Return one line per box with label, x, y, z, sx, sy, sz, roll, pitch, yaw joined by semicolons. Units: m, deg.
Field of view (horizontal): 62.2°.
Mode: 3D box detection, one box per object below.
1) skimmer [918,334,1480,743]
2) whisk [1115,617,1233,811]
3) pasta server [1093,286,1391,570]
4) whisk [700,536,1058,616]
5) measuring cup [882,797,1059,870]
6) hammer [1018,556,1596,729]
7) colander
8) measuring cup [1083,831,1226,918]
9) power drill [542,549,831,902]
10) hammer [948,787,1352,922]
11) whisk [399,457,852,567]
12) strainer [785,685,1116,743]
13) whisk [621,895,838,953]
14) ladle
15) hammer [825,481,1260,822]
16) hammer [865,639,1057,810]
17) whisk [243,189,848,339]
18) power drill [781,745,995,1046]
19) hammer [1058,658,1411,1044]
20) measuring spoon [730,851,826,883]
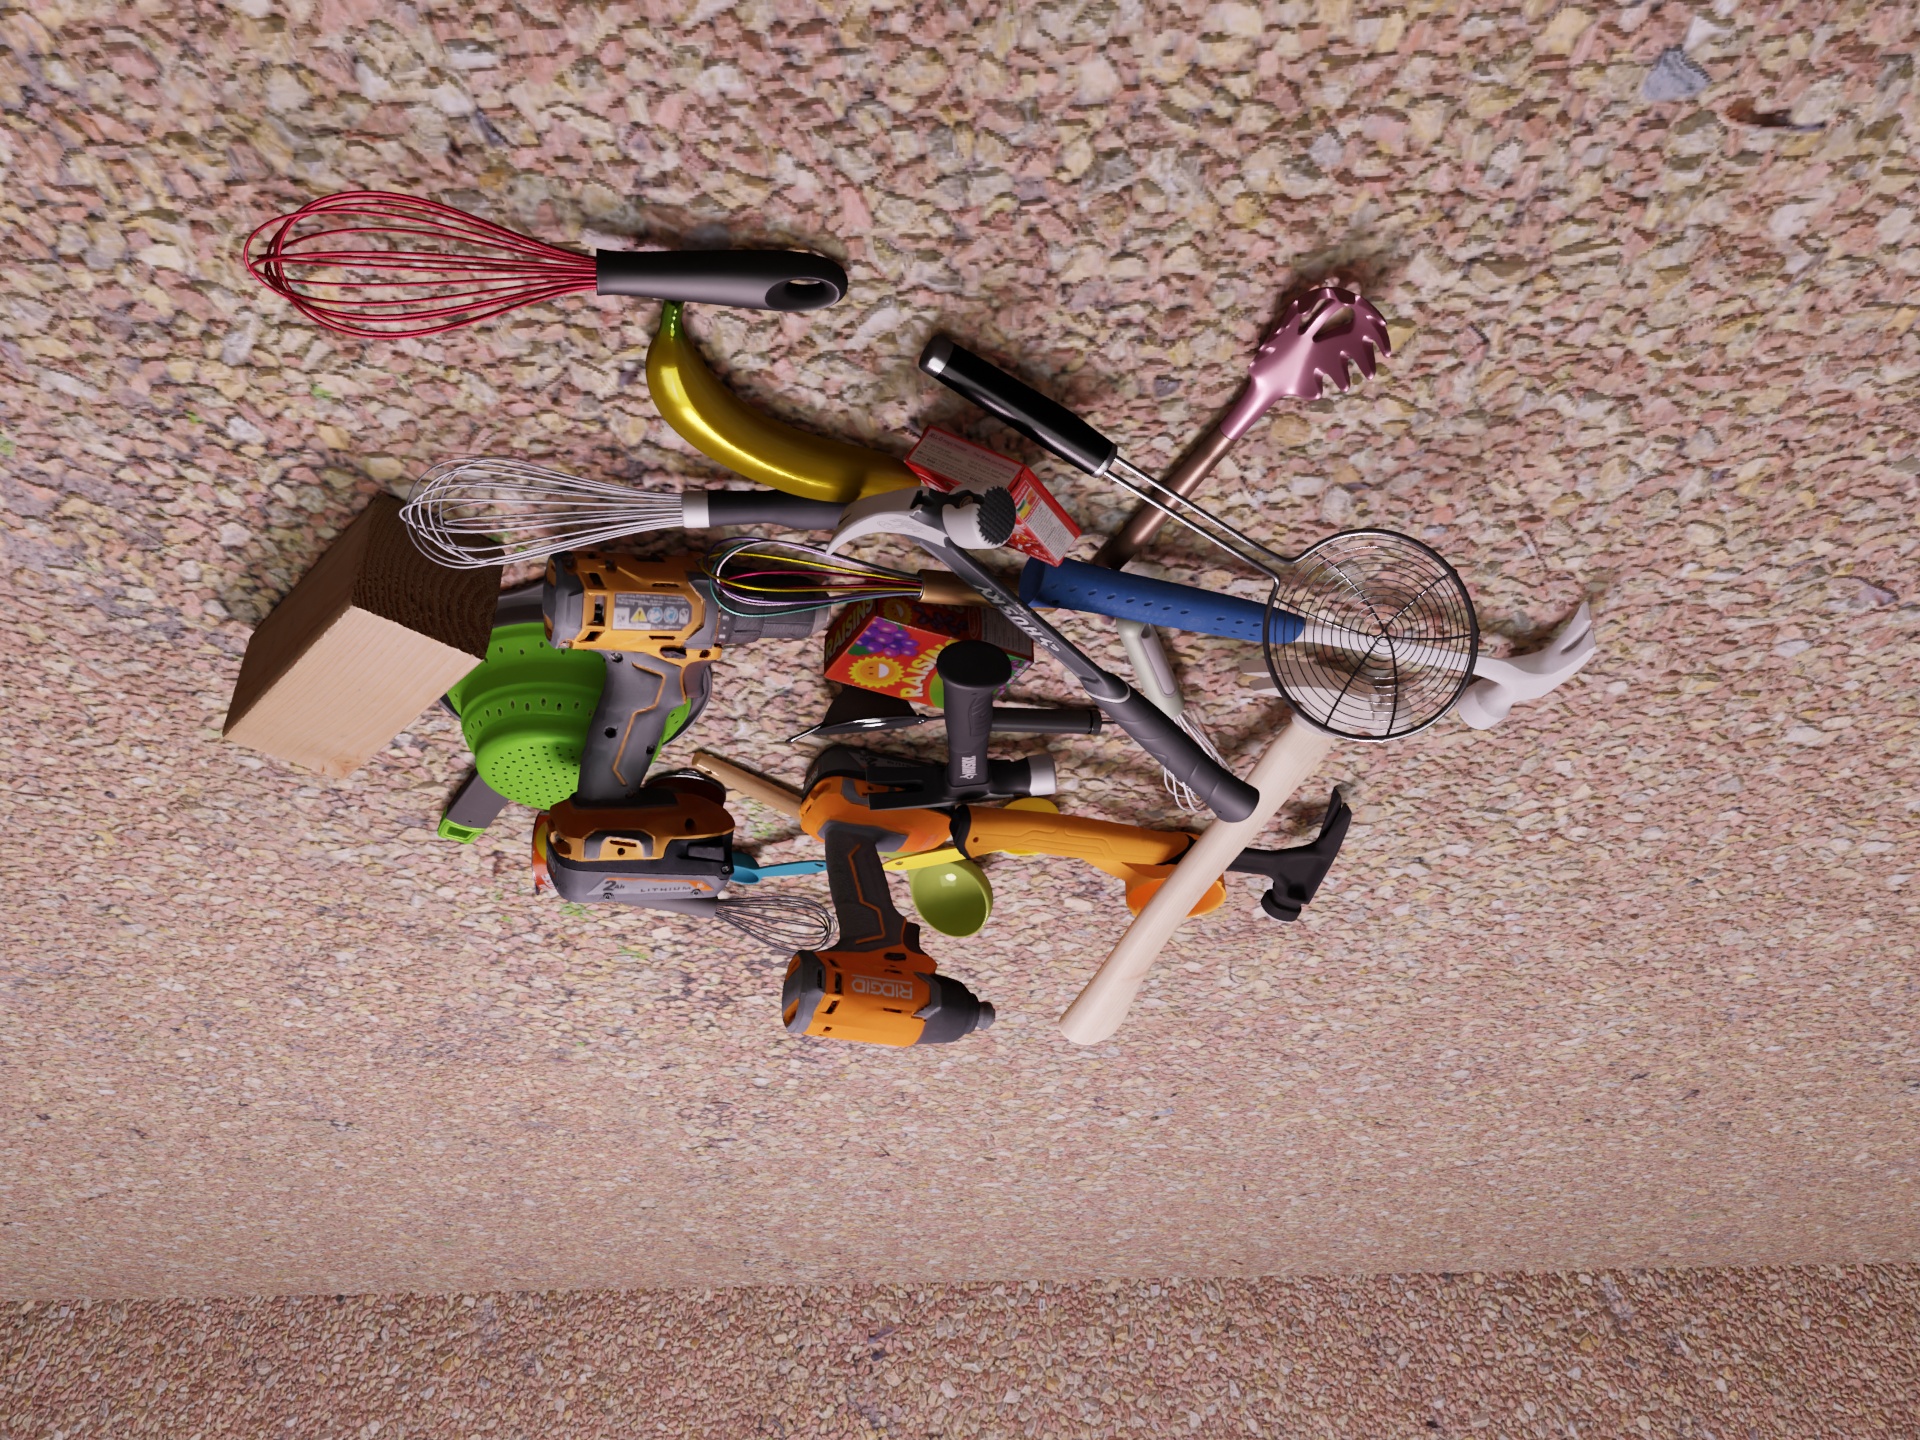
skimmer;0.136;-0.109;0.909;0.363;0.090;0.127;28;113;-20
whisk;0.157;-0.006;1.176;0.059;0.058;0.246;17;155;33
pasta server;0.145;-0.151;0.946;0.060;0.040;0.316;22;144;-15
whisk;-0.047;-0.086;1.025;0.245;0.051;0.047;3;-179;-21
measuring cup;0.009;0.098;1.336;0.156;0.029;0.062;-12;146;4
hammer;0.235;-0.063;1.062;0.405;0.035;0.144;9;154;-20
colander;-0.325;0.038;1.191;0.204;0.095;0.397;18;144;-27
measuring cup;0.157;0.118;1.370;0.173;0.052;0.095;29;138;-35
power drill;-0.184;0.000;1.051;0.185;0.084;0.226;0;106;-24
hammer;0.152;0.096;1.278;0.336;0.034;0.127;8;123;-21
whisk;-0.193;-0.128;0.964;0.284;0.070;0.070;-3;149;-6
strainer;-0.002;-0.004;1.181;0.258;0.050;0.087;2;173;-15
whisk;-0.228;0.172;1.461;0.239;0.055;0.055;14;145;-15
ladle;-0.095;0.104;1.340;0.319;0.062;0.078;29;135;-35
hammer;0.078;-0.030;1.022;0.149;0.036;0.408;6;157;44
hammer;0.000;0.010;1.093;0.146;0.035;0.334;-6;165;-1
whisk;-0.204;-0.227;0.804;0.295;0.073;0.073;-1;149;-12
power drill;-0.052;0.143;1.238;0.164;0.227;0.084;12;146;-20
hammer;0.179;0.117;1.249;0.146;0.038;0.410;12;127;-28
measuring spoon;-0.159;0.122;1.381;0.128;0.021;0.042;-9;147;34
